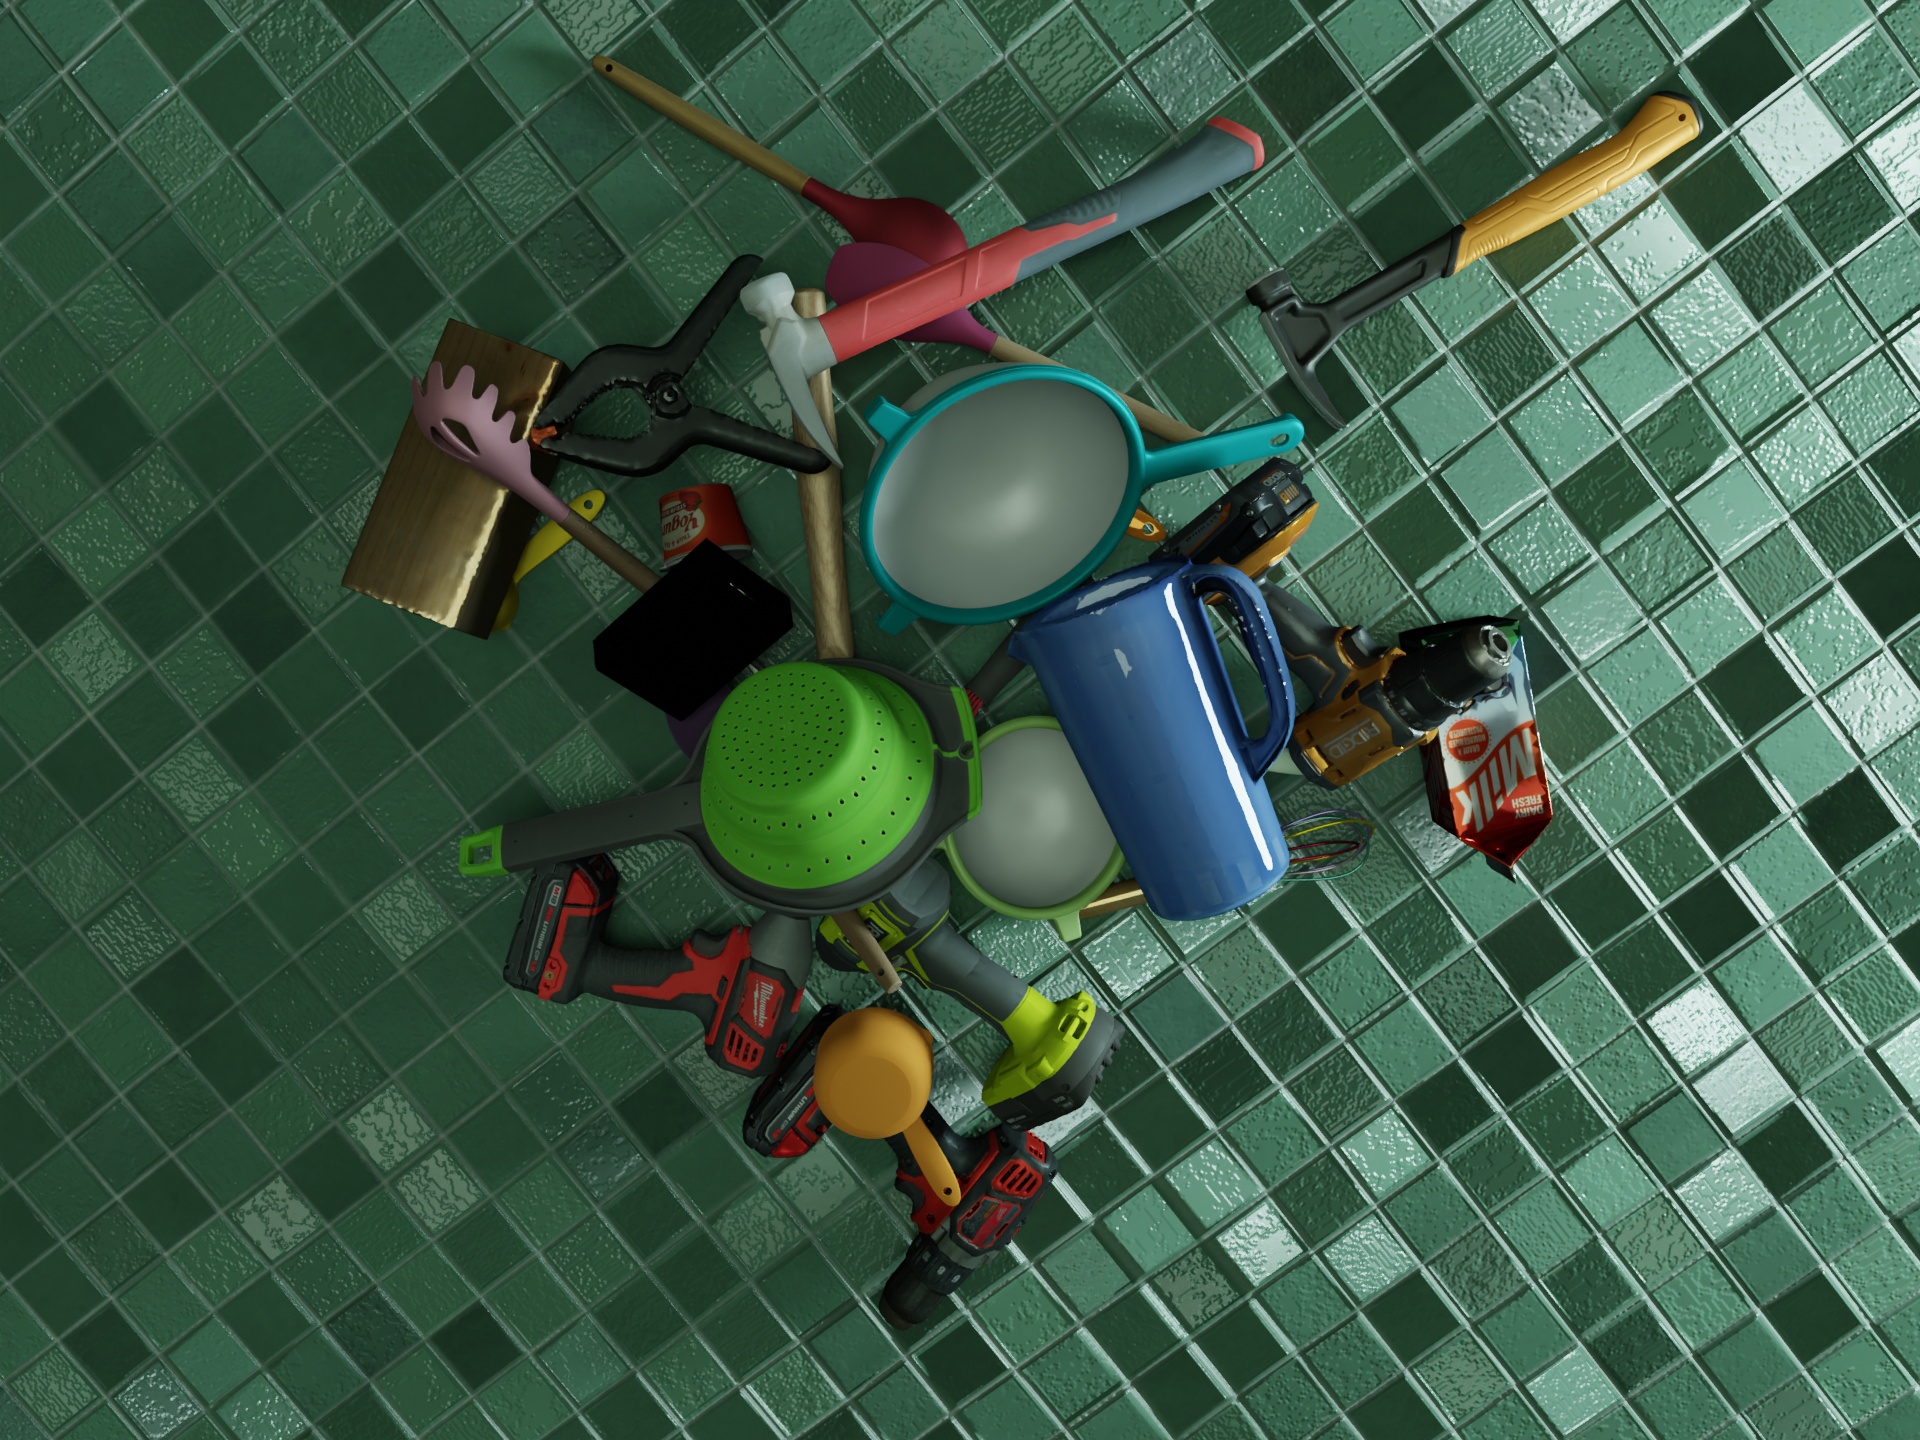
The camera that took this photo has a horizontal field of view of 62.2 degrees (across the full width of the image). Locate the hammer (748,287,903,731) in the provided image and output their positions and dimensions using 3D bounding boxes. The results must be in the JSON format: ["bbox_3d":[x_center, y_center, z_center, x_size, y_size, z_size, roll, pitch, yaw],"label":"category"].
[{"bbox_3d":[-0.107,-0.156,1.201,0.130,0.031,0.331,-5,96,3],"label":"hammer"}]

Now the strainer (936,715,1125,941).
[{"bbox_3d":[0.076,0.027,1.205,0.151,0.069,0.256,33,80,-14],"label":"strainer"}]

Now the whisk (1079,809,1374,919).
[{"bbox_3d":[0.197,0.118,1.217,0.245,0.047,0.051,-16,84,9],"label":"whisk"}]

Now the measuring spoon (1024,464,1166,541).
[{"bbox_3d":[0.102,-0.163,1.200,0.117,0.011,0.021,25,97,0],"label":"measuring spoon"}]

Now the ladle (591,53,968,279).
[{"bbox_3d":[-0.135,-0.409,1.176,0.315,0.031,0.069,31,100,1],"label":"ladle"}]

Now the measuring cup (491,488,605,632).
[{"bbox_3d":[-0.334,-0.124,1.215,0.156,0.029,0.062,-39,94,9],"label":"measuring cup"}]

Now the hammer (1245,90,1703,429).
[{"bbox_3d":[0.383,-0.346,1.155,0.337,0.034,0.127,-30,94,6],"label":"hammer"}]

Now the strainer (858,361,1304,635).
[{"bbox_3d":[0.077,-0.193,1.146,0.340,0.095,0.210,-15,135,-15],"label":"strainer"}]

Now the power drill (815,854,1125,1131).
[{"bbox_3d":[-0.003,0.202,1.190,0.223,0.171,0.080,41,54,-4],"label":"power drill"}]

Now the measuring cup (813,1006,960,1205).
[{"bbox_3d":[-0.044,0.295,1.163,0.095,0.052,0.173,-27,100,8],"label":"measuring cup"}]

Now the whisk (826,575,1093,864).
[{"bbox_3d":[-0.002,-0.004,1.185,0.073,0.073,0.296,43,83,-3],"label":"whisk"}]

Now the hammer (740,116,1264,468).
[{"bbox_3d":[0.046,-0.320,1.143,0.386,0.038,0.143,-25,98,-4],"label":"hammer"}]

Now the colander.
[{"bbox_3d":[-0.188,0.044,1.121,0.397,0.094,0.205,-13,60,9],"label":"colander"}]

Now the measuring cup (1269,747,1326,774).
[{"bbox_3d":[0.220,0.031,1.204,0.167,0.038,0.083,3,97,4],"label":"measuring cup"}]

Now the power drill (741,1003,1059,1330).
[{"bbox_3d":[-0.061,0.352,1.240,0.226,0.080,0.188,37,97,-5],"label":"power drill"}]

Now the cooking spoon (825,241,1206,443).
[{"bbox_3d":[0.048,-0.268,1.180,0.319,0.017,0.068,25,127,-4],"label":"cooking spoon"}]

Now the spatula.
[{"bbox_3d":[-0.134,0.075,1.165,0.060,0.018,0.316,-43,63,8],"label":"spatula"}]

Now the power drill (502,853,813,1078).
[{"bbox_3d":[-0.223,0.174,1.220,0.219,0.078,0.143,19,97,1],"label":"power drill"}]

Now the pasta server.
[{"bbox_3d":[-0.261,-0.136,1.134,0.060,0.040,0.315,-22,135,30],"label":"pasta server"}]

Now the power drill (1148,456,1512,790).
[{"bbox_3d":[0.262,-0.075,1.125,0.226,0.084,0.185,52,139,1],"label":"power drill"}]
